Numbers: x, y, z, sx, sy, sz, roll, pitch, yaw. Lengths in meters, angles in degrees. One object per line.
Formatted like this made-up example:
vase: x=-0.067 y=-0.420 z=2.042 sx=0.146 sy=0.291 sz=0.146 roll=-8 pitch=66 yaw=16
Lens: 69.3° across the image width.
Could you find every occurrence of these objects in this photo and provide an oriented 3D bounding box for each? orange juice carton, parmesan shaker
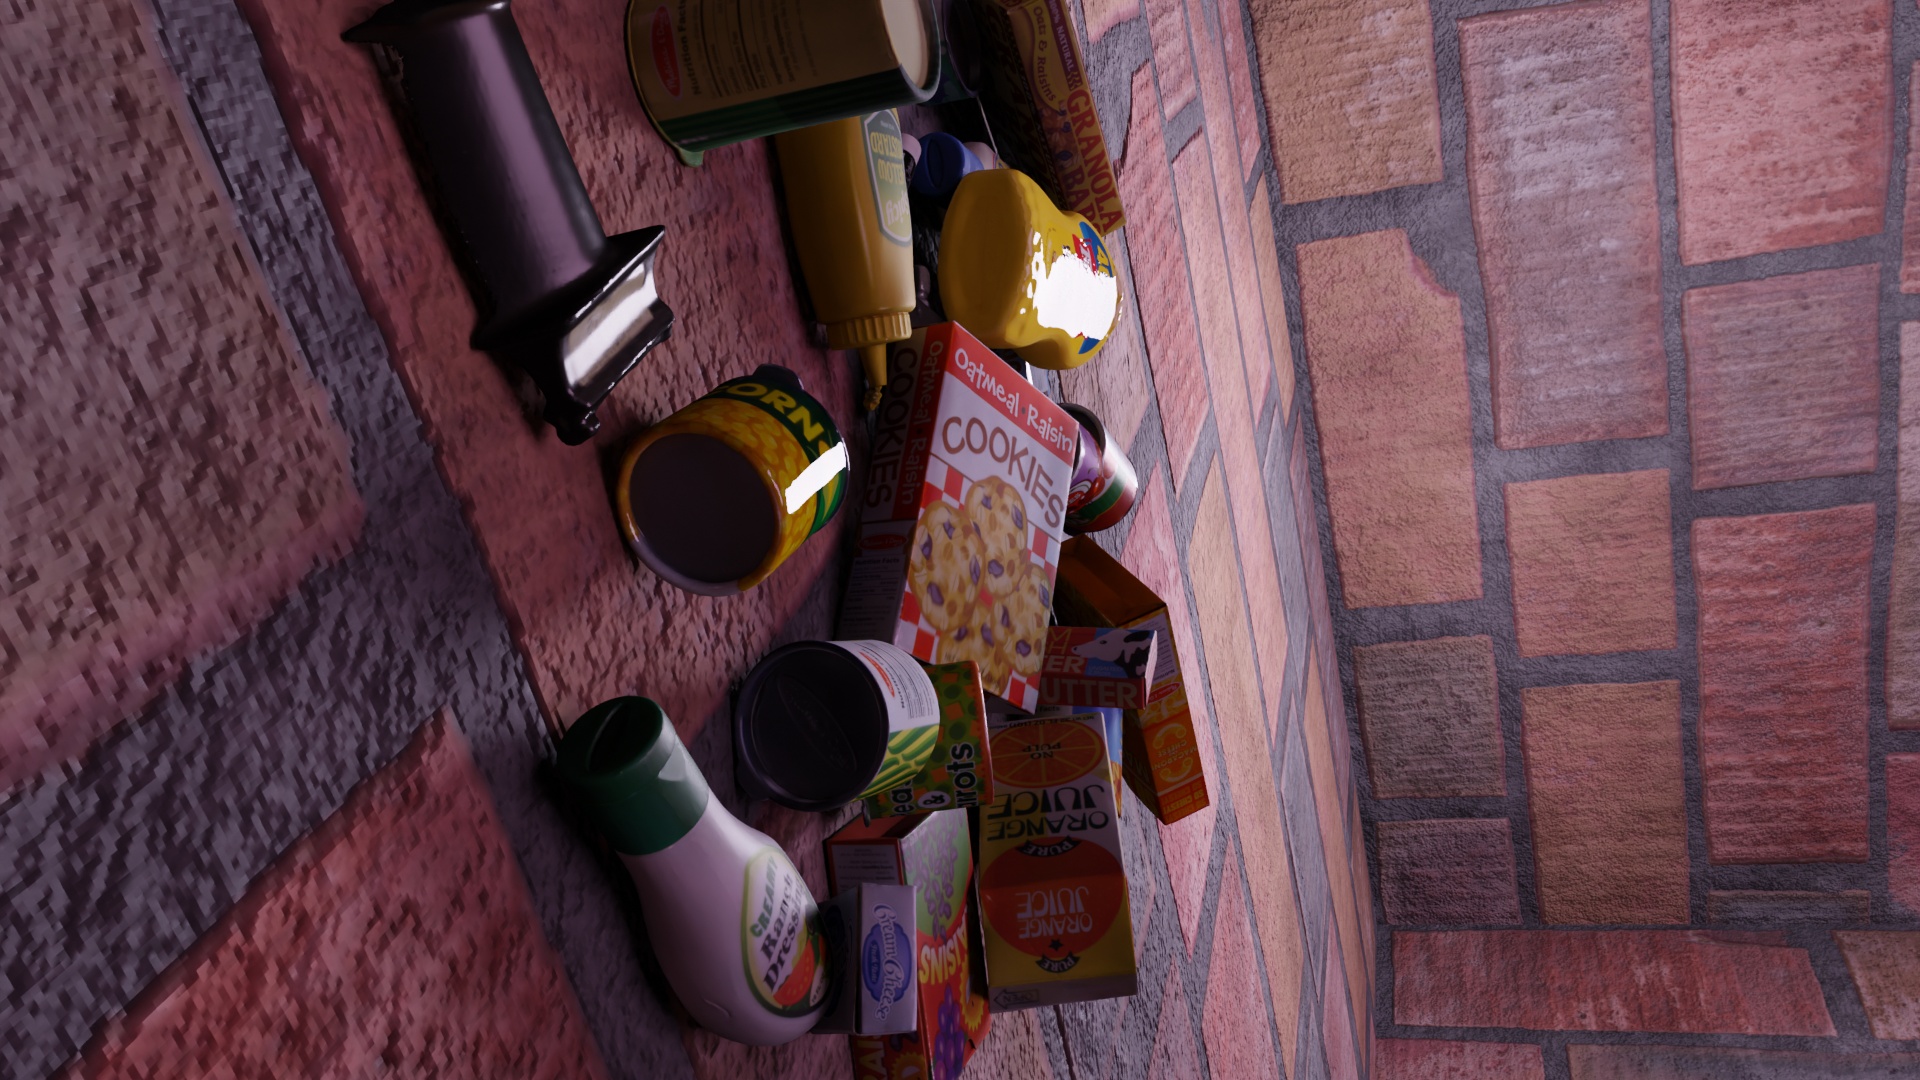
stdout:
orange juice carton: x=0.049 y=0.172 z=0.721 sx=0.193 sy=0.072 sz=0.072 roll=-87 pitch=170 yaw=-66
parmesan shaker: x=-0.066 y=-0.189 z=0.536 sx=0.071 sy=0.103 sz=0.071 roll=-7 pitch=91 yaw=-71

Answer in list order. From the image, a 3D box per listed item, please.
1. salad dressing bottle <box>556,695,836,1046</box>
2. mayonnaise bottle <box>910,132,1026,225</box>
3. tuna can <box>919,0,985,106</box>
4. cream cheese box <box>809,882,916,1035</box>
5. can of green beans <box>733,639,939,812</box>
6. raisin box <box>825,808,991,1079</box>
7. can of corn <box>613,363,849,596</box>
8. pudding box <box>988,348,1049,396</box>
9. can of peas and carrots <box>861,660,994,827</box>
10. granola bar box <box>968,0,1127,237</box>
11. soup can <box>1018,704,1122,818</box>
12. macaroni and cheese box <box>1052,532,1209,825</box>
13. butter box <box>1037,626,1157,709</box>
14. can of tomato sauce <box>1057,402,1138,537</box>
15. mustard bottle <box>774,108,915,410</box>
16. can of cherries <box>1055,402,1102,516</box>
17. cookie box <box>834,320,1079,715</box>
salad dressing bottle: x=-0.088 y=0.115 z=0.474 sx=0.064 sy=0.044 sz=0.147 roll=-75 pitch=151 yaw=-46
mayonnaise bottle: x=0.010 y=-0.209 z=0.841 sx=0.148 sy=0.041 sz=0.065 roll=0 pitch=82 yaw=-71
tuna can: x=-0.012 y=-0.289 z=0.817 sx=0.071 sy=0.033 sz=0.071 roll=-7 pitch=91 yaw=-70
cream cheese box: x=-0.040 y=0.166 z=0.545 sx=0.103 sy=0.024 sz=0.053 roll=129 pitch=-37 yaw=-66
can of green beans: x=-0.049 y=0.073 z=0.561 sx=0.058 sy=0.071 sz=0.071 roll=11 pitch=74 yaw=-70
raisin box: x=-0.021 y=0.185 z=0.645 sx=0.086 sy=0.040 sz=0.123 roll=-18 pitch=102 yaw=-71
can of corn: x=-0.081 y=-0.022 z=0.497 sx=0.058 sy=0.071 sz=0.071 roll=-51 pitch=132 yaw=-63
pudding box: x=0.033 y=-0.129 z=0.898 sx=0.050 sy=0.030 sz=0.083 roll=-33 pitch=116 yaw=-67
can of peas and carrots: x=-0.017 y=0.091 z=0.623 sx=0.071 sy=0.059 sz=0.071 roll=-179 pitch=-98 yaw=-88
granola bar box: x=0.045 y=-0.283 z=0.878 sx=0.125 sy=0.039 sz=0.164 roll=57 pitch=-6 yaw=48
soup can: x=0.070 y=0.131 z=0.868 sx=0.071 sy=0.071 sz=0.084 roll=47 pitch=42 yaw=-60
macaroni and cheese box: x=0.111 y=0.094 z=0.948 sx=0.124 sy=0.040 sz=0.165 roll=-133 pitch=-156 yaw=-60
butter box: x=0.060 y=0.072 z=0.807 sx=0.053 sy=0.103 sz=0.024 roll=-64 pitch=152 yaw=-59
can of tomato sauce: x=0.078 y=-0.048 z=0.949 sx=0.083 sy=0.071 sz=0.071 roll=40 pitch=47 yaw=-62
mustard bottle: x=-0.049 y=-0.141 z=0.648 sx=0.065 sy=0.049 sz=0.160 roll=-27 pitch=109 yaw=-67
can of cherries: x=0.052 y=-0.048 z=0.872 sx=0.058 sy=0.071 sz=0.071 roll=27 pitch=59 yaw=-68
cookie box: x=0.003 y=-0.009 z=0.702 sx=0.123 sy=0.040 sz=0.168 roll=32 pitch=61 yaw=-48
